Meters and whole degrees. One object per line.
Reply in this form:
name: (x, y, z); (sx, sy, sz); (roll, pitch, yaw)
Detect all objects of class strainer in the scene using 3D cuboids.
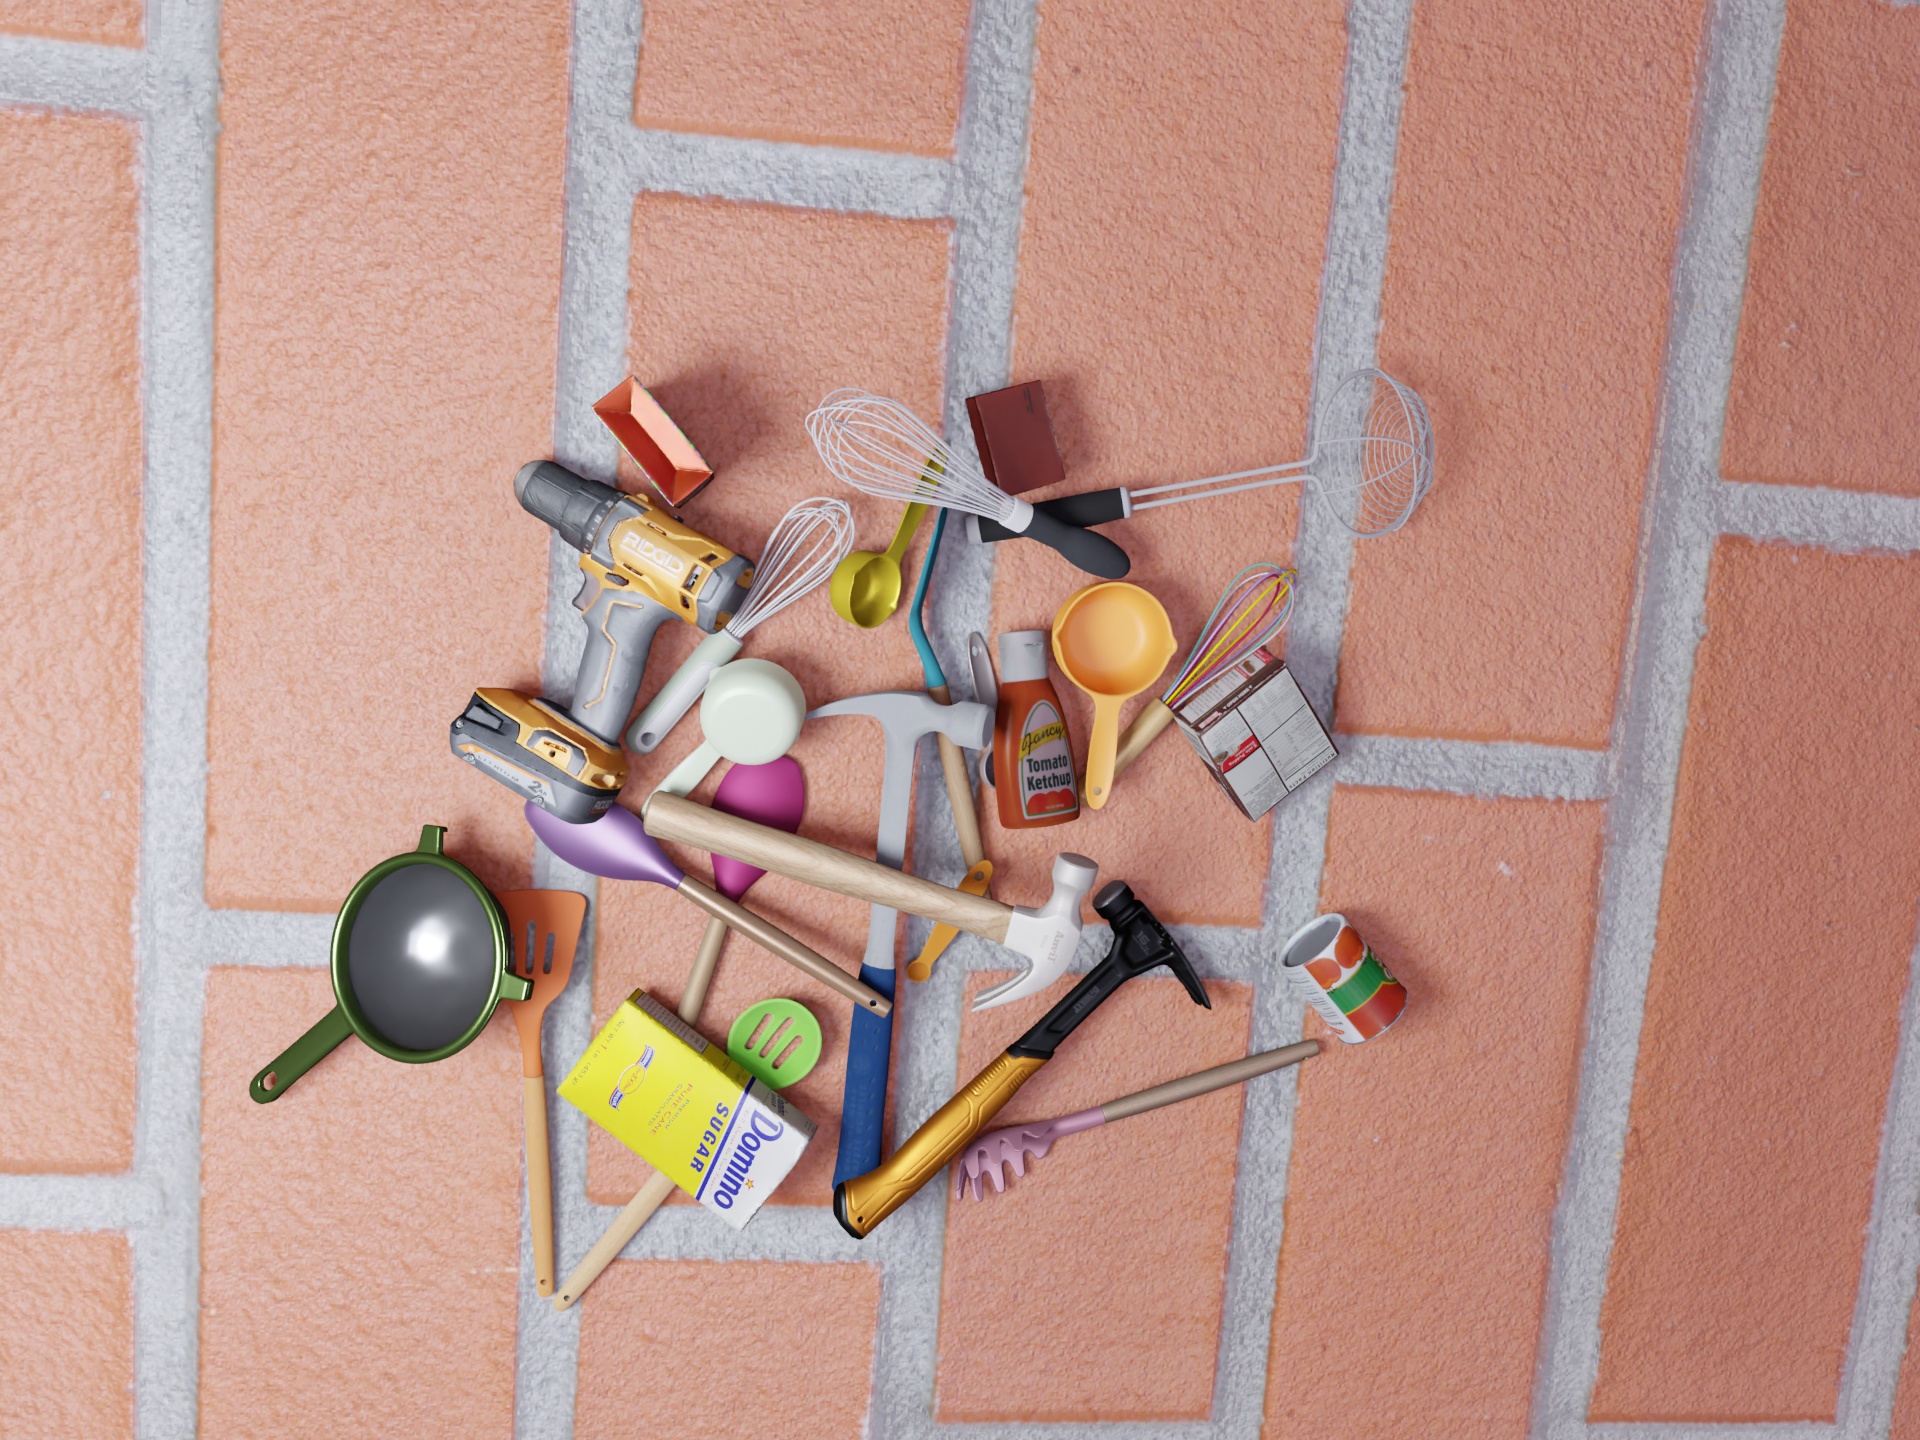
strainer: (-0.419, 0.204, 1.176); (0.256, 0.069, 0.151); (-39, 74, 14)

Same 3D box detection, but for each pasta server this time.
pasta server: (0.142, 0.314, 1.274); (0.316, 0.040, 0.060); (-16, 143, -7)

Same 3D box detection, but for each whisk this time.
whisk: (0.013, -0.159, 1.128); (0.284, 0.070, 0.070); (22, 95, -32)
whisk: (-0.165, -0.069, 1.180); (0.246, 0.059, 0.057); (-49, 128, 5)
whisk: (0.172, -0.028, 1.229); (0.051, 0.047, 0.245); (42, 94, -12)

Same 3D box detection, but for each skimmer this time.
skimmer: (0.185, -0.180, 1.216); (0.363, 0.090, 0.127); (-10, 103, 5)

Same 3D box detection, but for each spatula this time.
spatula: (-0.325, 0.290, 1.222); (0.081, 0.041, 0.322); (-1, 102, -5)
spatula: (-0.189, 0.137, 1.195); (0.316, 0.018, 0.060); (31, 94, 1)
spatula: (-0.002, -0.004, 1.207); (0.044, 0.082, 0.317); (-10, 105, 6)

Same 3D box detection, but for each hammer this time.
hammer: (-0.074, 0.117, 1.162); (0.331, 0.031, 0.130); (17, 104, 7)
hammer: (-0.066, 0.174, 1.214); (0.144, 0.035, 0.405); (10, 103, 18)
hammer: (0.041, 0.279, 1.231); (0.337, 0.034, 0.127); (-41, 100, -10)

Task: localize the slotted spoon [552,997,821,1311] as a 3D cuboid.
slotted spoon: (-0.218, 0.339, 1.239); (0.070, 0.031, 0.314); (39, 94, -6)

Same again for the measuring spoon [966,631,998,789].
measuring spoon: (0.018, -0.007, 1.227); (0.034, 0.018, 0.124); (-14, 94, -38)

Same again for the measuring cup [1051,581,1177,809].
measuring cup: (0.109, -0.021, 1.217); (0.095, 0.052, 0.173); (5, 99, -8)

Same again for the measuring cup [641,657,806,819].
measuring cup: (-0.183, 0.026, 1.173); (0.083, 0.038, 0.167); (41, 108, -16)

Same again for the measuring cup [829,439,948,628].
measuring cup: (-0.052, -0.143, 1.191); (0.029, 0.062, 0.156); (19, 79, 34)

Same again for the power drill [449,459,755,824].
power drill: (-0.278, -0.062, 1.143); (0.185, 0.084, 0.226); (31, 92, 6)

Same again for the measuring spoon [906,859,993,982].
measuring spoon: (-0.008, 0.155, 1.238); (0.021, 0.011, 0.117); (28, 103, -14)

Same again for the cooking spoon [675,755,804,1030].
cooking spoon: (-0.192, 0.175, 1.223); (0.068, 0.017, 0.319); (18, 95, -8)
